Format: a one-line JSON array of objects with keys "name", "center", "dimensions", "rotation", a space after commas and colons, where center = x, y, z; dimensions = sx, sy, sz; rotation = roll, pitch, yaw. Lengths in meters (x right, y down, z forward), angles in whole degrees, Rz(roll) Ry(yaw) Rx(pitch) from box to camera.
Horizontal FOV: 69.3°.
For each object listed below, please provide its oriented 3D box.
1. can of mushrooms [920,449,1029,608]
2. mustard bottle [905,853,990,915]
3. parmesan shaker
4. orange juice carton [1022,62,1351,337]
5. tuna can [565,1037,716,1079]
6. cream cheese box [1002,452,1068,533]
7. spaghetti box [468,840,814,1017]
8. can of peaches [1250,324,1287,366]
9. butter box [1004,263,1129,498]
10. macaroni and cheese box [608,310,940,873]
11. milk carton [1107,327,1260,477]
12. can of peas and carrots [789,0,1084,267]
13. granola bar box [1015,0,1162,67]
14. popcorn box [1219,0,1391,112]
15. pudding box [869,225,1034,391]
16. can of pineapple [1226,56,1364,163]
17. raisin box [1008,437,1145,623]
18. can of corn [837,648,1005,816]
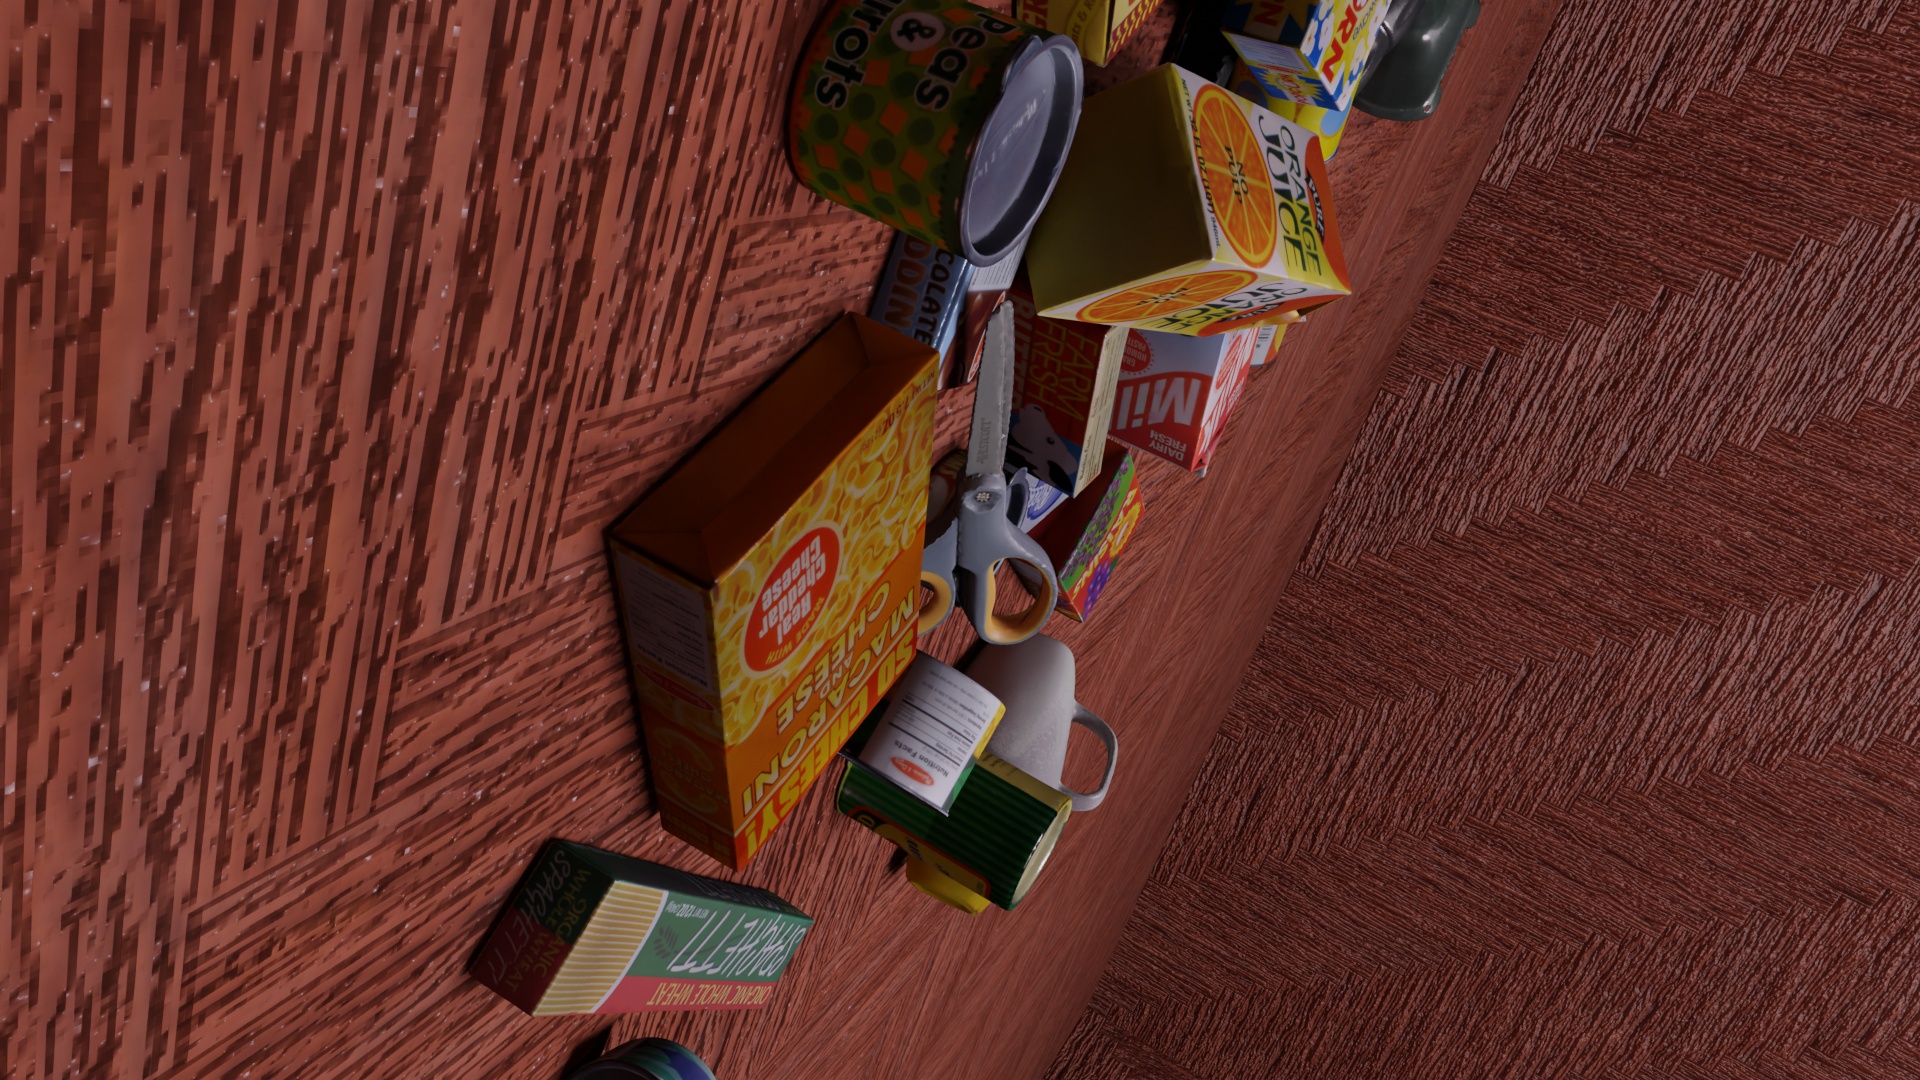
[{"name": "can of mushrooms", "center": [0.002, -0.008, 0.631], "dimensions": [0.071, 0.033, 0.070], "rotation": [-53, 160, -28]}, {"name": "mustard bottle", "center": [0.024, 0.159, 0.901], "dimensions": [0.161, 0.065, 0.048], "rotation": [-60, 159, -21]}, {"name": "parmesan shaker", "center": [-0.004, 0.135, 0.710], "dimensions": [0.071, 0.103, 0.071], "rotation": [-53, 161, -28]}, {"name": "orange juice carton", "center": [0.102, -0.129, 0.567], "dimensions": [0.193, 0.073, 0.072], "rotation": [-7, 85, -56]}, {"name": "tuna can", "center": [-0.127, 0.238, 0.555], "dimensions": [0.071, 0.071, 0.033], "rotation": [-65, 164, 6]}, {"name": "cream cheese box", "center": [0.039, -0.036, 0.714], "dimensions": [0.104, 0.024, 0.053], "rotation": [-39, 153, -53]}, {"name": "spaghetti box", "center": [-0.112, 0.159, 0.554], "dimensions": [0.050, 0.029, 0.249], "rotation": [-59, 163, -11]}, {"name": "can of peaches", "center": [0.176, -0.152, 0.875], "dimensions": [0.071, 0.071, 0.057], "rotation": [-42, 153, -49]}, {"name": "butter box", "center": [0.042, -0.070, 0.619], "dimensions": [0.024, 0.053, 0.103], "rotation": [-47, 157, -35]}, {"name": "macaroni and cheese box", "center": [-0.059, 0.022, 0.483], "dimensions": [0.124, 0.040, 0.165], "rotation": [-50, 159, -37]}, {"name": "milk carton", "center": [0.116, -0.108, 0.749], "dimensions": [0.074, 0.072, 0.189], "rotation": [-52, 161, -32]}, {"name": "can of peas and carrots", "center": [-0.007, -0.119, 0.389], "dimensions": [0.071, 0.059, 0.070], "rotation": [-53, 160, -29]}, {"name": "granola bar box", "center": [0.077, -0.258, 0.461], "dimensions": [0.166, 0.039, 0.123], "rotation": [-54, 161, -27]}, {"name": "popcorn box", "center": [0.160, -0.255, 0.580], "dimensions": [0.085, 0.038, 0.126], "rotation": [5, 109, -64]}, {"name": "pudding box", "center": [-0.002, -0.095, 0.489], "dimensions": [0.050, 0.030, 0.083], "rotation": [-27, 141, -65]}, {"name": "can of pineapple", "center": [0.173, -0.237, 0.732], "dimensions": [0.071, 0.071, 0.057], "rotation": [-49, 158, -38]}, {"name": "raisin box", "center": [0.069, -0.006, 0.824], "dimensions": [0.086, 0.040, 0.123], "rotation": [-61, 162, -8]}, {"name": "can of corn", "center": [-0.022, 0.087, 0.654], "dimensions": [0.058, 0.071, 0.071], "rotation": [-59, 163, -12]}]
